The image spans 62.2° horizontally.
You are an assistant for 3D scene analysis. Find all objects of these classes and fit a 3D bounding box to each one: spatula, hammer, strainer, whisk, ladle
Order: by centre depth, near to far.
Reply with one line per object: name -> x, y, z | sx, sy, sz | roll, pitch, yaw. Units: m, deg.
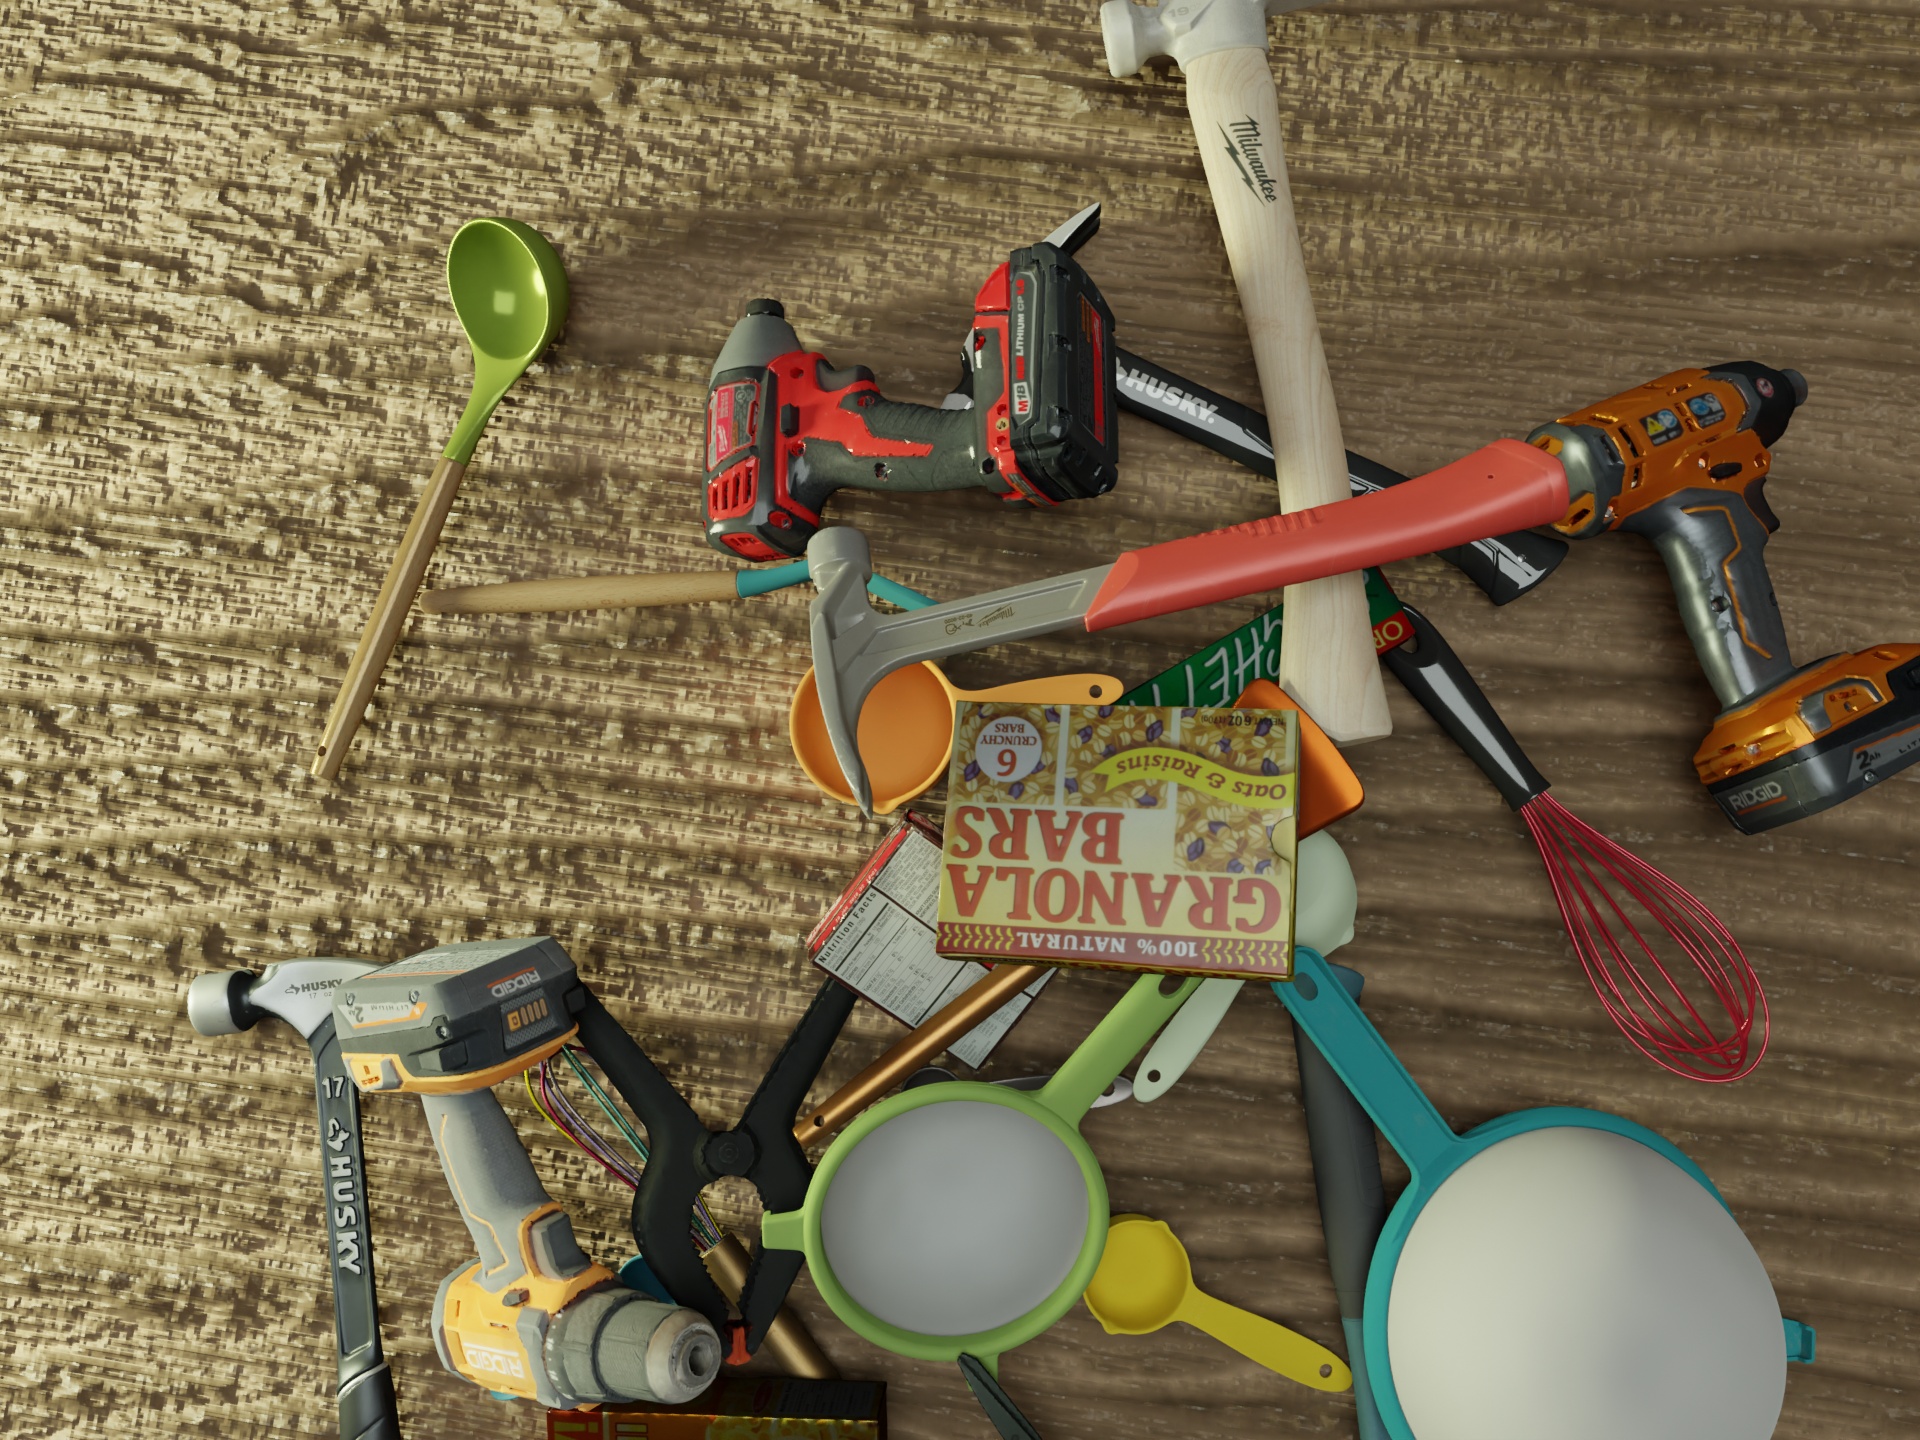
strainer -> 0.267, 0.244, 0.746 | 0.211, 0.095, 0.340 | -38, 92, -11
hammer -> 0.107, -0.061, 0.750 | 0.359, 0.036, 0.149 | -13, 62, 4
spatula -> 0.048, 0.106, 0.778 | 0.322, 0.041, 0.081 | -37, 74, -2
strainer -> 0.029, 0.199, 0.798 | 0.151, 0.069, 0.256 | 39, 95, -13
hammer -> 0.205, 0.285, 0.803 | 0.128, 0.033, 0.331 | -6, 82, -9
hammer -> 0.175, -0.192, 0.809 | 0.146, 0.038, 0.411 | -10, 81, 9
whisk -> 0.304, 0.056, 0.814 | 0.073, 0.073, 0.296 | -35, 77, 0
whisk -> -0.145, 0.259, 0.832 | 0.047, 0.051, 0.245 | -37, 88, -35
hammer -> -0.312, 0.327, 0.840 | 0.149, 0.036, 0.409 | -8, 85, 2
hammer -> 0.164, -0.153, 0.852 | 0.335, 0.035, 0.146 | 26, 88, 6
spatula -> -0.144, -0.062, 0.857 | 0.317, 0.082, 0.044 | -2, 84, 10
ladle -> -0.293, -0.121, 0.863 | 0.078, 0.062, 0.320 | 19, 85, 26

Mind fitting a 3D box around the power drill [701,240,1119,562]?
power drill -> -0.035, -0.166, 0.822 | 0.220, 0.078, 0.143 | -6, 75, 24

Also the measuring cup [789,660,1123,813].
measuring cup -> -0.001, -0.003, 0.842 | 0.173, 0.052, 0.095 | -8, 84, 1

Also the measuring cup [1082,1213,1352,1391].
measuring cup -> 0.131, 0.305, 0.821 | 0.156, 0.029, 0.062 | 28, 84, -6

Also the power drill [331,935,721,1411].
power drill -> -0.205, 0.223, 0.764 | 0.185, 0.084, 0.226 | -10, 97, 41

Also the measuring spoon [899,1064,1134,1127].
measuring spoon -> 0.030, 0.195, 0.841 | 0.124, 0.018, 0.034 | -2, 102, -3

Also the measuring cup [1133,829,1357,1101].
measuring cup -> 0.135, 0.119, 0.802 | 0.083, 0.038, 0.167 | 30, 73, 30

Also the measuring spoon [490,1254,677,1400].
measuring spoon -> -0.195, 0.324, 0.844 | 0.128, 0.021, 0.042 | -34, 76, 9

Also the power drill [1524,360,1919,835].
power drill -> 0.404, -0.075, 0.801 | 0.164, 0.084, 0.226 | -23, 79, -16
